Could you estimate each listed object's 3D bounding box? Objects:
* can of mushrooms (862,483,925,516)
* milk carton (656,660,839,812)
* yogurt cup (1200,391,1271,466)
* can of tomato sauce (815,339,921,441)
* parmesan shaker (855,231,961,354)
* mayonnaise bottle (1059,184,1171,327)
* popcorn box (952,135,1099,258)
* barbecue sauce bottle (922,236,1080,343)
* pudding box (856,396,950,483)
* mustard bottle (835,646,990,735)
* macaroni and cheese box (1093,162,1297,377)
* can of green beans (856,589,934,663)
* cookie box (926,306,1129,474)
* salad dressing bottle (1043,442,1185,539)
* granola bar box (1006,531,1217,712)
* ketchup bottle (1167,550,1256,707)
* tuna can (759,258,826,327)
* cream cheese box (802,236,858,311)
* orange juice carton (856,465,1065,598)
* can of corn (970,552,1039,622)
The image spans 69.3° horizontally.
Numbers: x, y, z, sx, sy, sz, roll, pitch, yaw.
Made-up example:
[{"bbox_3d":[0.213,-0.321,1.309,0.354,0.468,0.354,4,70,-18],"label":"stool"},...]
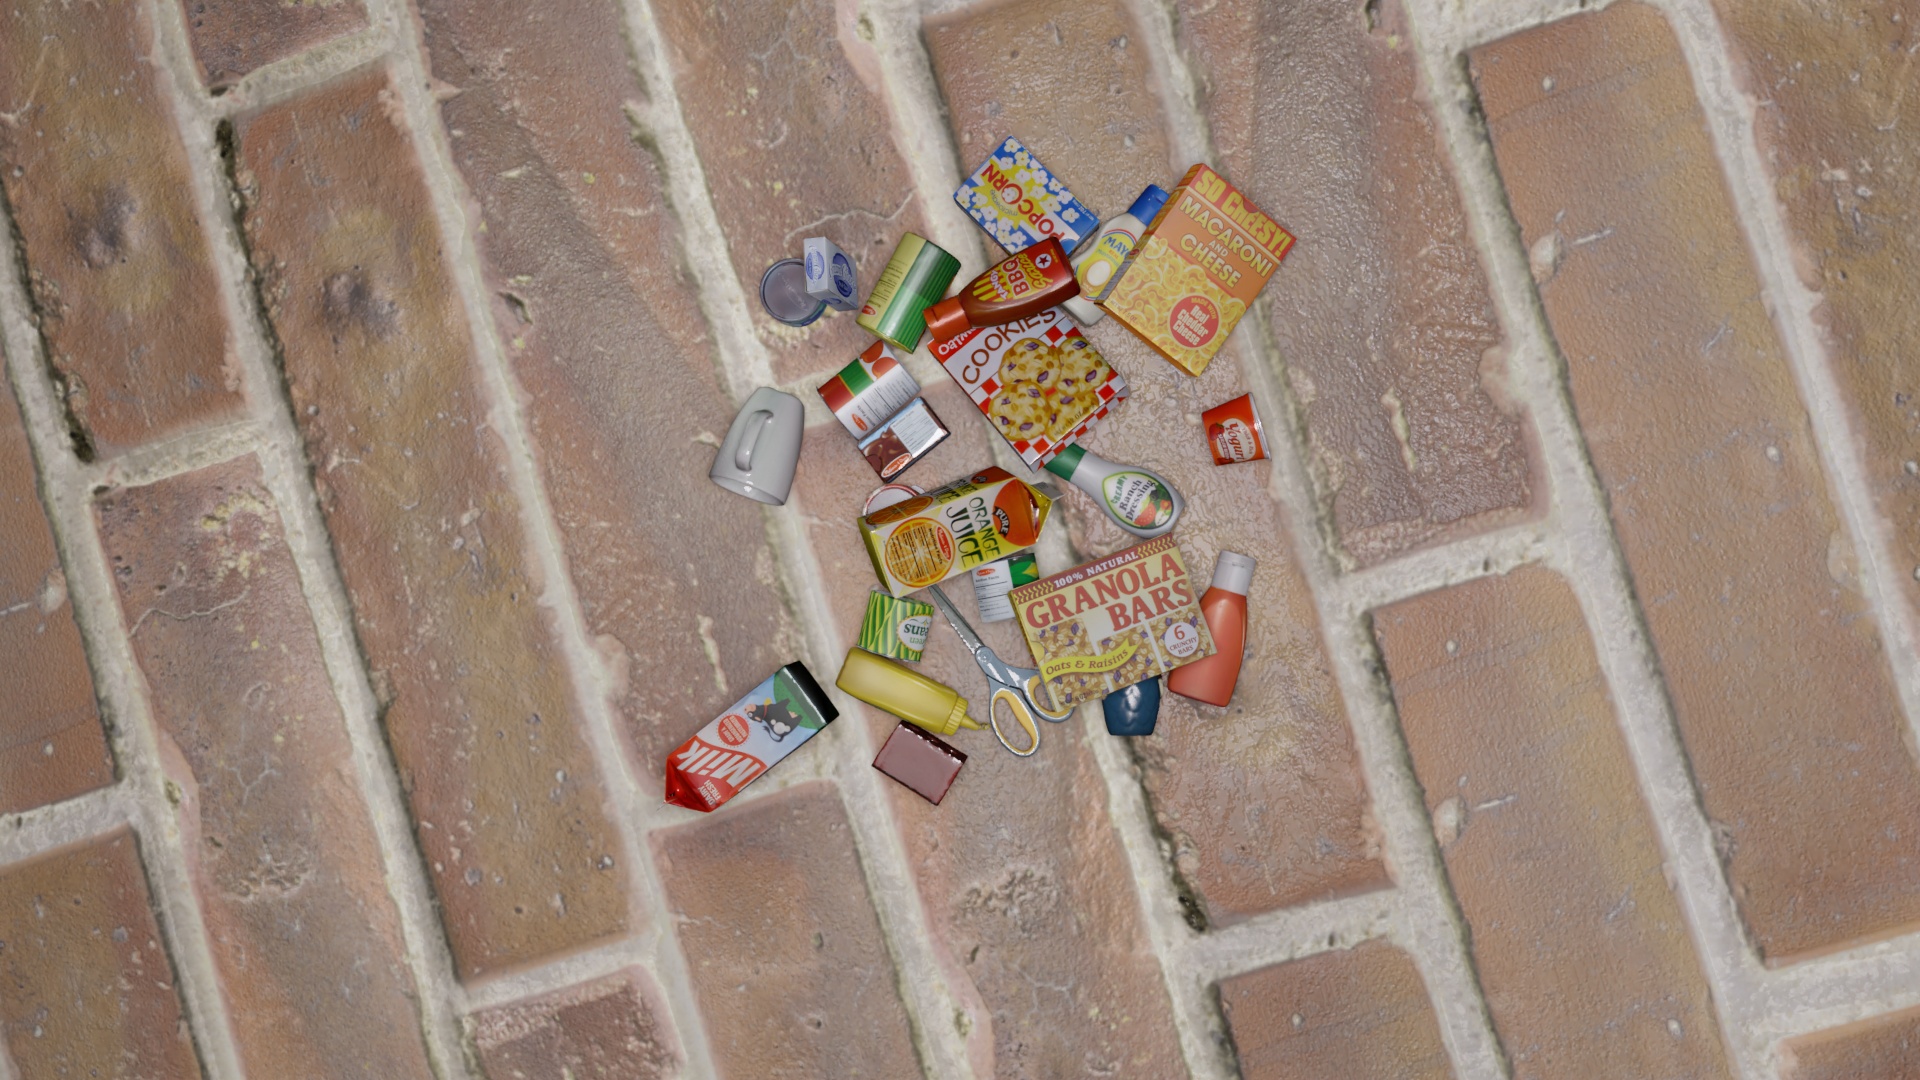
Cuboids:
[{"bbox_3d":[-0.063,-0.026,1.399,0.071,0.033,0.071,0,89,6],"label":"can of mushrooms"},{"bbox_3d":[-0.222,0.207,1.391,0.190,0.072,0.073,-38,86,4],"label":"milk carton"},{"bbox_3d":[0.267,-0.106,1.353,0.054,0.072,0.072,-16,88,13],"label":"yogurt cup"},{"bbox_3d":[-0.092,-0.152,1.388,0.083,0.071,0.071,-39,86,3],"label":"can of tomato sauce"},{"bbox_3d":[-0.050,-0.245,1.382,0.071,0.071,0.103,30,92,5],"label":"parmesan shaker"},{"bbox_3d":[0.153,-0.285,1.377,0.065,0.041,0.148,40,93,-2],"label":"mayonnaise bottle"},{"bbox_3d":[0.066,-0.329,1.389,0.127,0.038,0.085,45,92,5],"label":"popcorn box"},{"bbox_3d":[0.038,-0.236,1.343,0.148,0.043,0.065,-24,63,6],"label":"barbecue sauce bottle"},{"bbox_3d":[-0.057,-0.101,1.401,0.083,0.030,0.049,-38,87,4],"label":"pudding box"},{"bbox_3d":[-0.045,0.157,1.381,0.160,0.065,0.049,25,89,-2],"label":"mustard bottle"},{"bbox_3d":[0.229,-0.262,1.352,0.123,0.040,0.166,35,93,-15],"label":"macaroni and cheese box"},{"bbox_3d":[-0.064,0.085,1.381,0.071,0.071,0.058,15,91,6],"label":"can of green beans"},{"bbox_3d":[0.065,-0.168,1.366,0.123,0.040,0.168,-39,72,0],"label":"cookie box"},{"bbox_3d":[0.148,-0.055,1.373,0.148,0.044,0.064,30,92,8],"label":"salad dressing bottle"},{"bbox_3d":[0.144,0.078,1.318,0.166,0.039,0.124,-20,85,-4],"label":"granola bar box"},{"bbox_3d":[0.252,0.085,1.361,0.065,0.043,0.148,17,91,5],"label":"ketchup bottle"},{"bbox_3d":[-0.167,-0.253,1.413,0.071,0.033,0.071,0,89,6],"label":"tuna can"},{"bbox_3d":[-0.128,-0.262,1.374,0.024,0.104,0.053,-4,88,13],"label":"cream cheese box"},{"bbox_3d":[0.005,-0.017,1.351,0.193,0.072,0.073,-21,106,-11],"label":"orange juice carton"},{"bbox_3d":[0.048,0.046,1.372,0.071,0.071,0.058,-12,89,5],"label":"can of corn"}]
